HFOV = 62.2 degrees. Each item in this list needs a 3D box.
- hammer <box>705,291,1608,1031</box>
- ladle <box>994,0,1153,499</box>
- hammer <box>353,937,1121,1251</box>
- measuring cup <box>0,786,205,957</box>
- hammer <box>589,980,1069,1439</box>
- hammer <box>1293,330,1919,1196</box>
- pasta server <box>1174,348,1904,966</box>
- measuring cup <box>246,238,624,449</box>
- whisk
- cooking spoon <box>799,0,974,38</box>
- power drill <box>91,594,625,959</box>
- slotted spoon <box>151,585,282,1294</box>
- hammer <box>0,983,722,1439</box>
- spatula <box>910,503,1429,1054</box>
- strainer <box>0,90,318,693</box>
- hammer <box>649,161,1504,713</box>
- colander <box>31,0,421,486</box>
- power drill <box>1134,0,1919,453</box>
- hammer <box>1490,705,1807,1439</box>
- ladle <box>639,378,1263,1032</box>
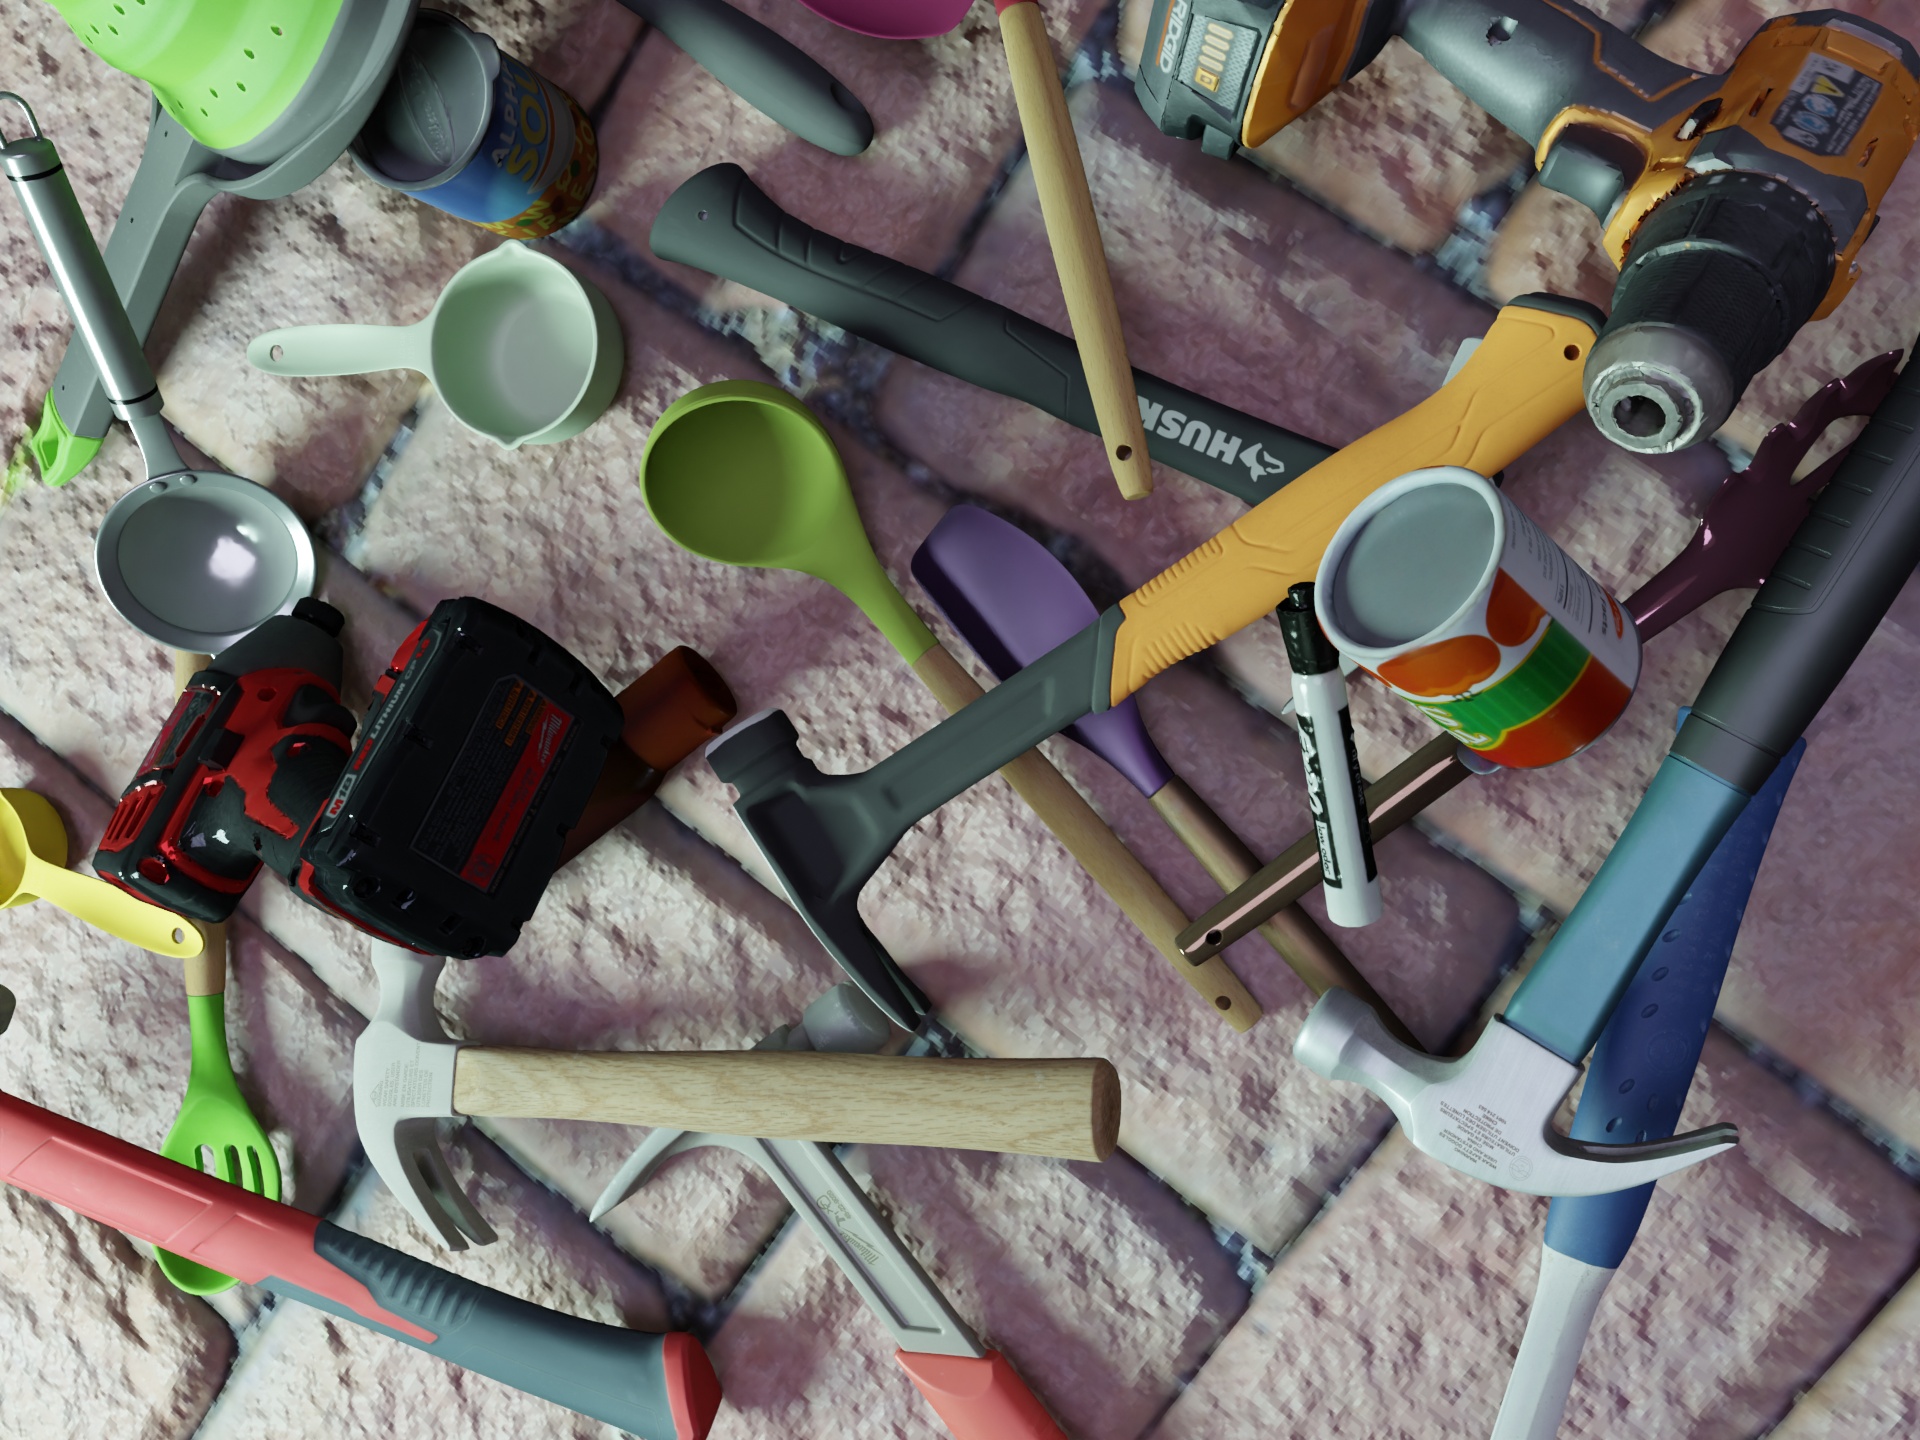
[{"bbox_3d":[0.076,-0.028,0.548,0.337,0.034,0.127,-34,88,12],"label":"hammer"},{"bbox_3d":[0.026,-0.230,0.572,0.069,0.031,0.315,-16,82,20],"label":"ladle"},{"bbox_3d":[-0.100,0.146,0.615,0.331,0.031,0.130,-3,81,23],"label":"hammer"},{"bbox_3d":[-0.396,0.074,0.723,0.156,0.029,0.062,19,98,16],"label":"measuring cup"},{"bbox_3d":[0.011,0.284,0.623,0.149,0.036,0.359,-41,82,14],"label":"hammer"},{"bbox_3d":[0.241,0.004,0.499,0.128,0.033,0.331,33,101,22],"label":"hammer"},{"bbox_3d":[0.202,-0.011,0.541,0.316,0.040,0.060,-38,91,10],"label":"pasta server"},{"bbox_3d":[-0.217,-0.152,0.661,0.167,0.038,0.083,3,94,17],"label":"measuring cup"},{"bbox_3d":[-0.130,-0.293,0.625,0.239,0.055,0.055,37,102,7],"label":"whisk"},{"bbox_3d":[-0.116,-0.344,0.611,0.319,0.017,0.068,35,100,18],"label":"cooking spoon"},{"bbox_3d":[-0.240,0.014,0.616,0.220,0.078,0.143,2,60,40],"label":"power drill"},{"bbox_3d":[-0.337,0.097,0.714,0.070,0.031,0.314,-2,91,15],"label":"slotted spoon"},{"bbox_3d":[-0.289,0.240,0.675,0.386,0.038,0.143,19,93,6],"label":"hammer"},{"bbox_3d":[0.094,0.043,0.593,0.316,0.018,0.059,49,131,6],"label":"spatula"},{"bbox_3d":[-0.328,-0.123,0.642,0.087,0.050,0.258,-16,131,-13],"label":"strainer"},{"bbox_3d":[0.029,-0.126,0.596,0.335,0.035,0.146,26,99,13],"label":"hammer"},{"bbox_3d":[-0.325,-0.247,0.608,0.397,0.094,0.205,-49,60,28],"label":"colander"},{"bbox_3d":[0.168,-0.185,0.492,0.226,0.084,0.185,32,60,12],"label":"power drill"},{"bbox_3d":[0.217,0.197,0.552,0.144,0.035,0.405,15,94,-1],"label":"hammer"},{"bbox_3d":[-0.001,-0.002,0.601,0.320,0.062,0.078,49,120,5],"label":"ladle"}]
